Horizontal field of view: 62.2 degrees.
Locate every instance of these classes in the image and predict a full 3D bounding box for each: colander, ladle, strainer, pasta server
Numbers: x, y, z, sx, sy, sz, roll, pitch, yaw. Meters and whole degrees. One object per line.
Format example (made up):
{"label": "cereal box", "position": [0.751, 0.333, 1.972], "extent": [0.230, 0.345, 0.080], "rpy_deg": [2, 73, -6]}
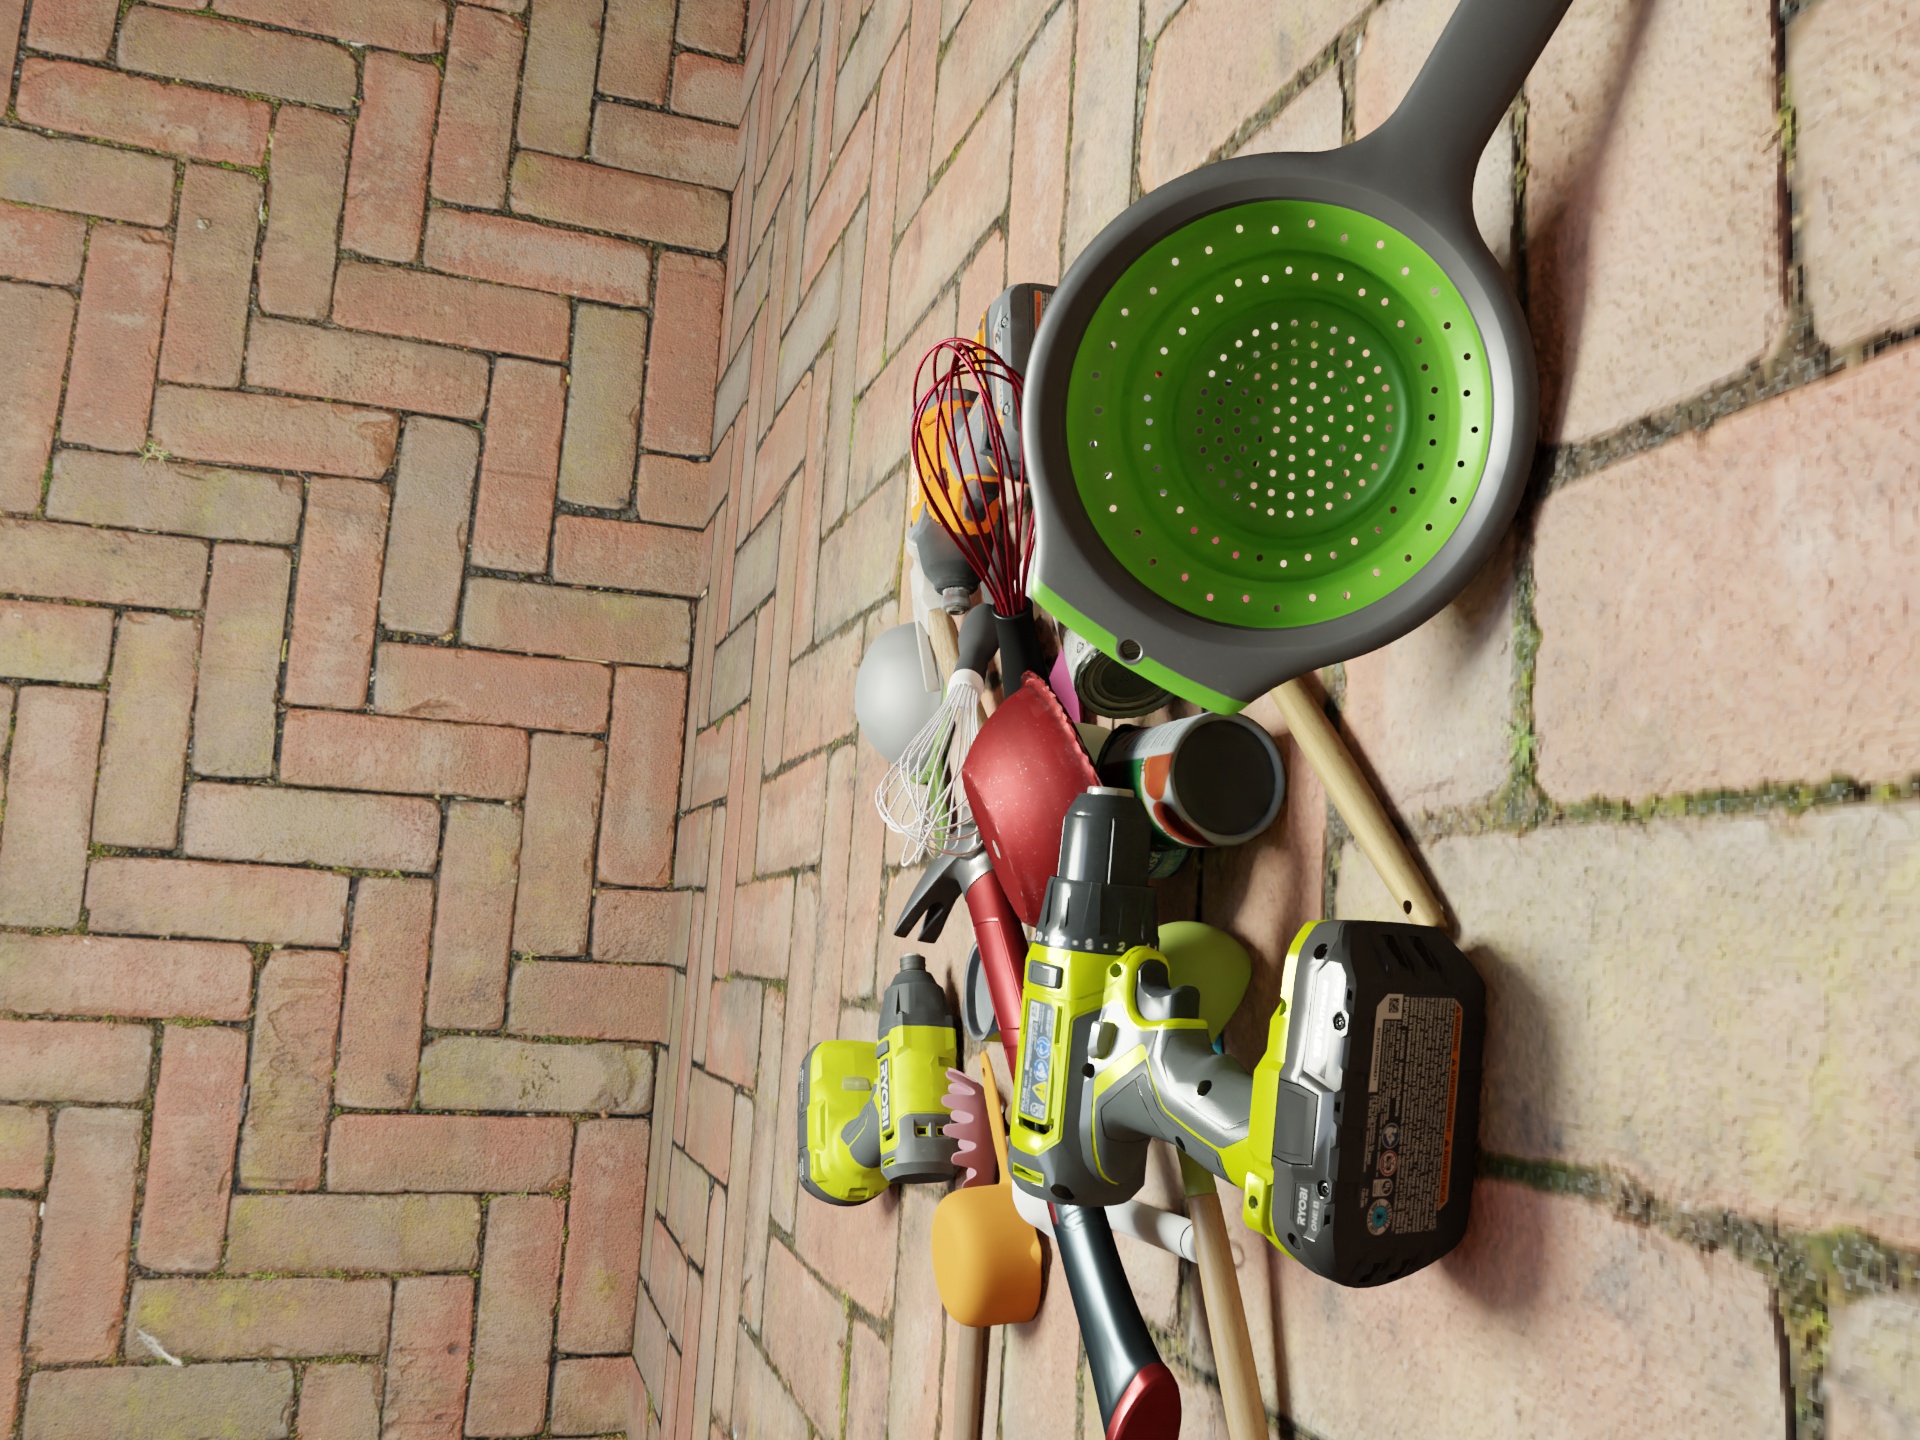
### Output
{"label": "colander", "position": [0.173, -0.195, 0.648], "extent": [0.397, 0.204, 0.094], "rpy_deg": [-61, -11, 18]}
{"label": "ladle", "position": [0.127, 0.250, 0.749], "extent": [0.078, 0.062, 0.320], "rpy_deg": [-27, 63, 38]}
{"label": "strainer", "position": [-0.049, 0.017, 1.330], "extent": [0.151, 0.069, 0.257], "rpy_deg": [113, 157, -43]}
{"label": "ladle", "position": [0.157, -0.010, 0.754], "extent": [0.316, 0.031, 0.069], "rpy_deg": [-109, 30, -50]}
{"label": "pasta server", "position": [0.001, 0.401, 1.094], "extent": [0.060, 0.040, 0.316], "rpy_deg": [44, -131, -84]}
{"label": "strainer", "position": [0.080, 0.271, 0.886], "extent": [0.258, 0.050, 0.087], "rpy_deg": [162, 98, -68]}

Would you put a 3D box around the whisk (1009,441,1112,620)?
{"label": "whisk", "position": [0.058, -0.119, 0.992], "extent": [0.058, 0.059, 0.246], "rpy_deg": [64, 163, 17]}

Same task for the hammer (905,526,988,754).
{"label": "hammer", "position": [0.008, 0.003, 1.177], "extent": [0.129, 0.031, 0.332], "rpy_deg": [87, 169, -46]}

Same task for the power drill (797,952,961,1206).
{"label": "power drill", "position": [-0.063, 0.296, 1.280], "extent": [0.223, 0.080, 0.171], "rpy_deg": [131, 141, -56]}

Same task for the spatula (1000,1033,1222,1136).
{"label": "spatula", "position": [0.075, 0.210, 0.952], "extent": [0.317, 0.044, 0.082], "rpy_deg": [118, 152, -60]}

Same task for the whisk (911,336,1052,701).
{"label": "whisk", "position": [0.025, -0.079, 0.877], "extent": [0.073, 0.073, 0.295], "rpy_deg": [-106, 2, -50]}

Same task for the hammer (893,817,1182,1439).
{"label": "hammer", "position": [0.038, 0.216, 0.876], "extent": [0.143, 0.038, 0.387], "rpy_deg": [-55, 34, 32]}

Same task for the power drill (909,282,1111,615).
{"label": "power drill", "position": [0.024, -0.174, 1.071], "extent": [0.226, 0.084, 0.164], "rpy_deg": [145, 127, -65]}

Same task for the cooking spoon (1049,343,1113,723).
{"label": "cooking spoon", "position": [0.079, -0.090, 1.045], "extent": [0.069, 0.017, 0.319], "rpy_deg": [-176, 92, -68]}

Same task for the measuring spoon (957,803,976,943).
{"label": "measuring spoon", "position": [0.016, 0.123, 1.191], "extent": [0.034, 0.018, 0.124], "rpy_deg": [136, 131, -64]}

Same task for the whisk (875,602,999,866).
{"label": "whisk", "position": [-0.002, -0.002, 1.006], "extent": [0.285, 0.070, 0.070], "rpy_deg": [-74, 1, -58]}

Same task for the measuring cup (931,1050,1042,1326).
{"label": "measuring cup", "position": [0.008, 0.307, 1.041], "extent": [0.095, 0.052, 0.174], "rpy_deg": [135, 129, -66]}

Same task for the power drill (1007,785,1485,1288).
{"label": "power drill", "position": [0.106, 0.128, 0.682], "extent": [0.228, 0.080, 0.190], "rpy_deg": [1, 85, 57]}

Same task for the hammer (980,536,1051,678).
{"label": "hammer", "position": [0.024, -0.119, 1.208], "extent": [0.331, 0.033, 0.128], "rpy_deg": [-105, 26, -48]}

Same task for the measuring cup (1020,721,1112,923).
{"label": "measuring cup", "position": [0.067, 0.075, 0.998], "extent": [0.083, 0.038, 0.167], "rpy_deg": [-105, 25, -50]}
